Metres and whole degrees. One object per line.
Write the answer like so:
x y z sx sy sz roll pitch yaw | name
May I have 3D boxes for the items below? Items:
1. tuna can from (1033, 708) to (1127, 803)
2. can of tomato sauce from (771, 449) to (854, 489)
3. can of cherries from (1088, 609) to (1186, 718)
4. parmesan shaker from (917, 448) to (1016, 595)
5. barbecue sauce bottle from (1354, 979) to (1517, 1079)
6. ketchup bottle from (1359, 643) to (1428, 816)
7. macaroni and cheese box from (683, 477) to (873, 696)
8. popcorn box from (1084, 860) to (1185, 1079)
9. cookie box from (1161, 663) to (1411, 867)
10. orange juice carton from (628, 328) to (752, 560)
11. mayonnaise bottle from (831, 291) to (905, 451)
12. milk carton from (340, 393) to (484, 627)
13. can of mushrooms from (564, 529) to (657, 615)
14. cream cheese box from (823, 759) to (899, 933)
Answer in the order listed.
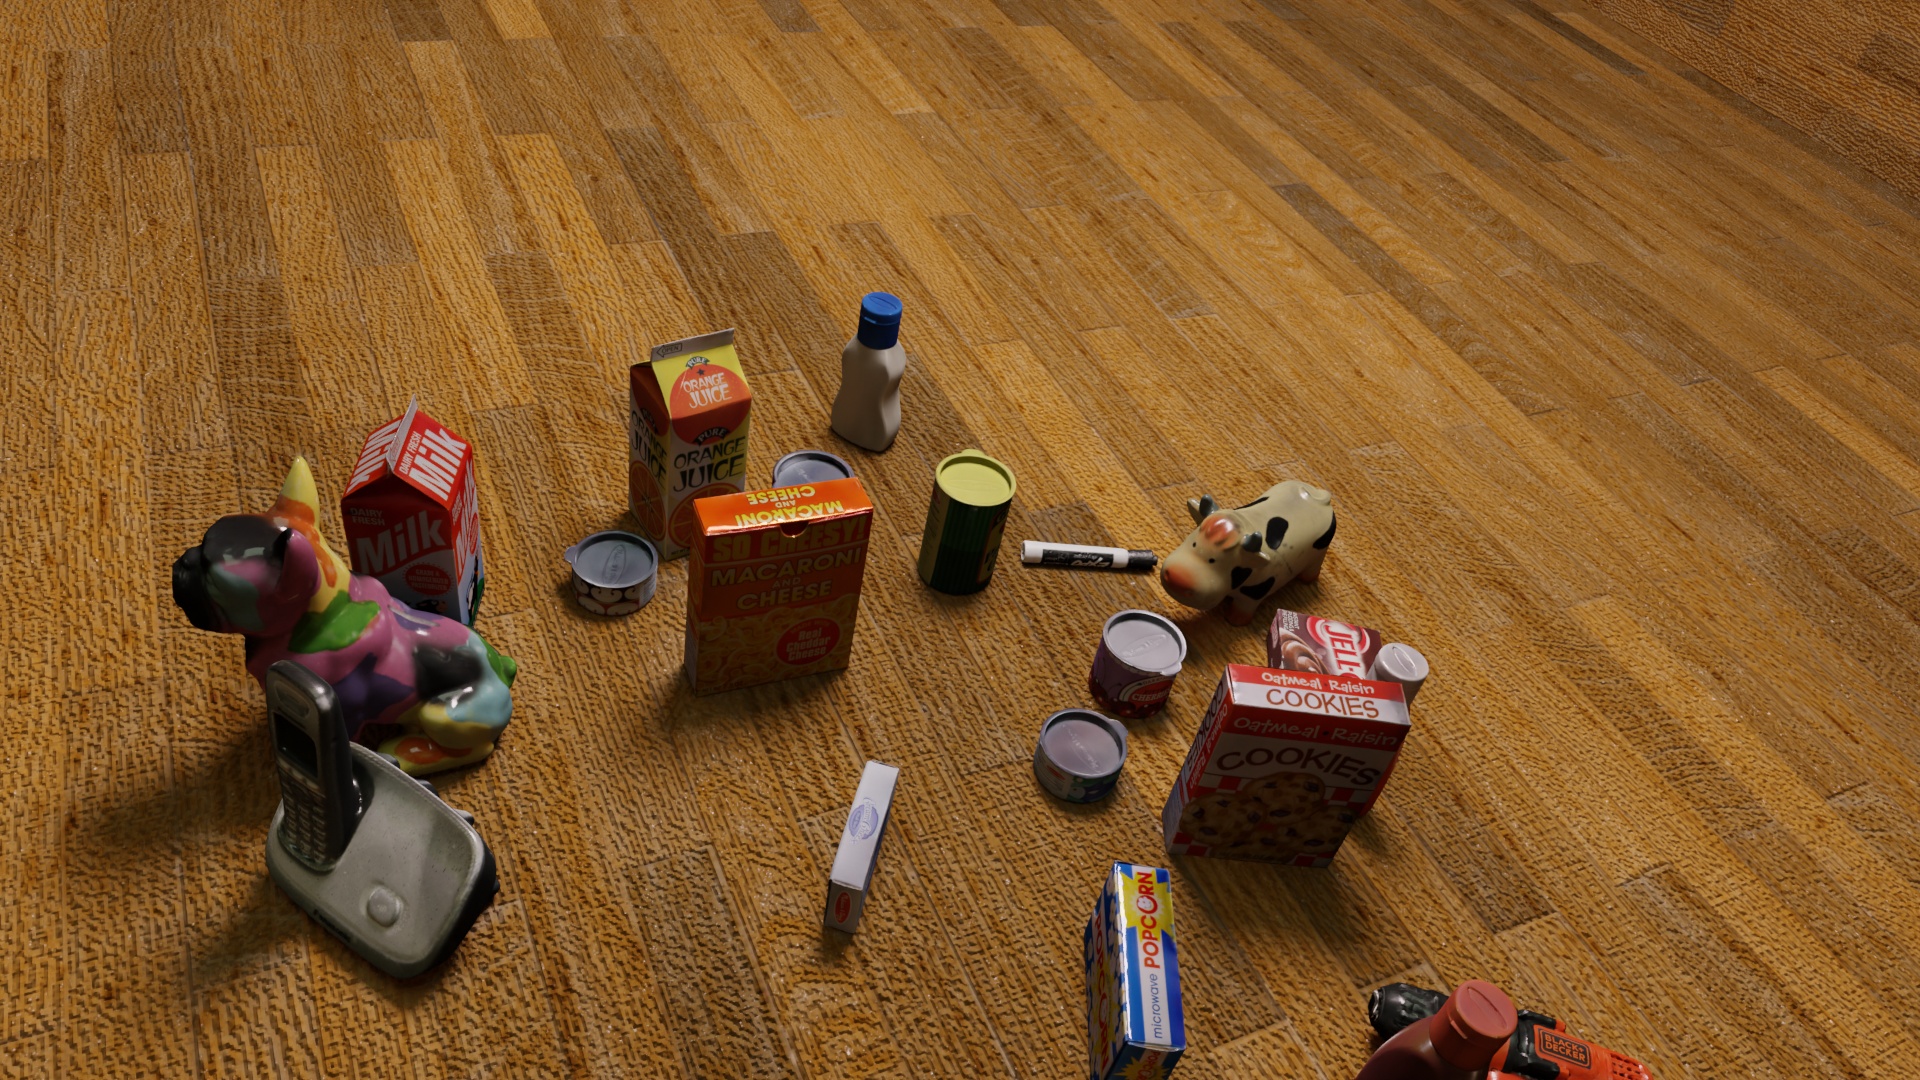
0.091 0.159 1.035 0.071 0.032 0.071 7 42 -6 | tuna can
-0.126 -0.021 1.144 0.071 0.082 0.071 7 42 -6 | can of tomato sauce
0.140 0.099 1.095 0.071 0.058 0.072 7 42 -6 | can of cherries
0.004 -0.014 1.153 0.071 0.102 0.072 7 42 -6 | parmesan shaker
0.281 0.315 0.824 0.044 0.147 0.065 -16 49 -29 | barbecue sauce bottle
0.301 0.138 1.024 0.043 0.148 0.065 -7 45 -21 | ketchup bottle
-0.135 0.036 1.015 0.124 0.165 0.040 -9 46 -23 | macaroni and cheese box
0.106 0.279 0.868 0.038 0.084 0.127 8 42 -5 | popcorn box
0.222 0.159 0.967 0.123 0.166 0.040 7 42 -6 | cookie box
-0.216 -0.084 1.107 0.072 0.191 0.073 -19 51 -31 | orange juice carton
-0.079 -0.152 1.252 0.065 0.147 0.041 27 43 15 | mayonnaise bottle
-0.386 -0.009 0.984 0.073 0.189 0.073 5 42 -8 | milk carton
-0.275 0.025 1.092 0.071 0.033 0.071 7 42 -6 | can of mushrooms
-0.067 0.204 0.931 0.024 0.053 0.104 15 41 2 | cream cheese box
